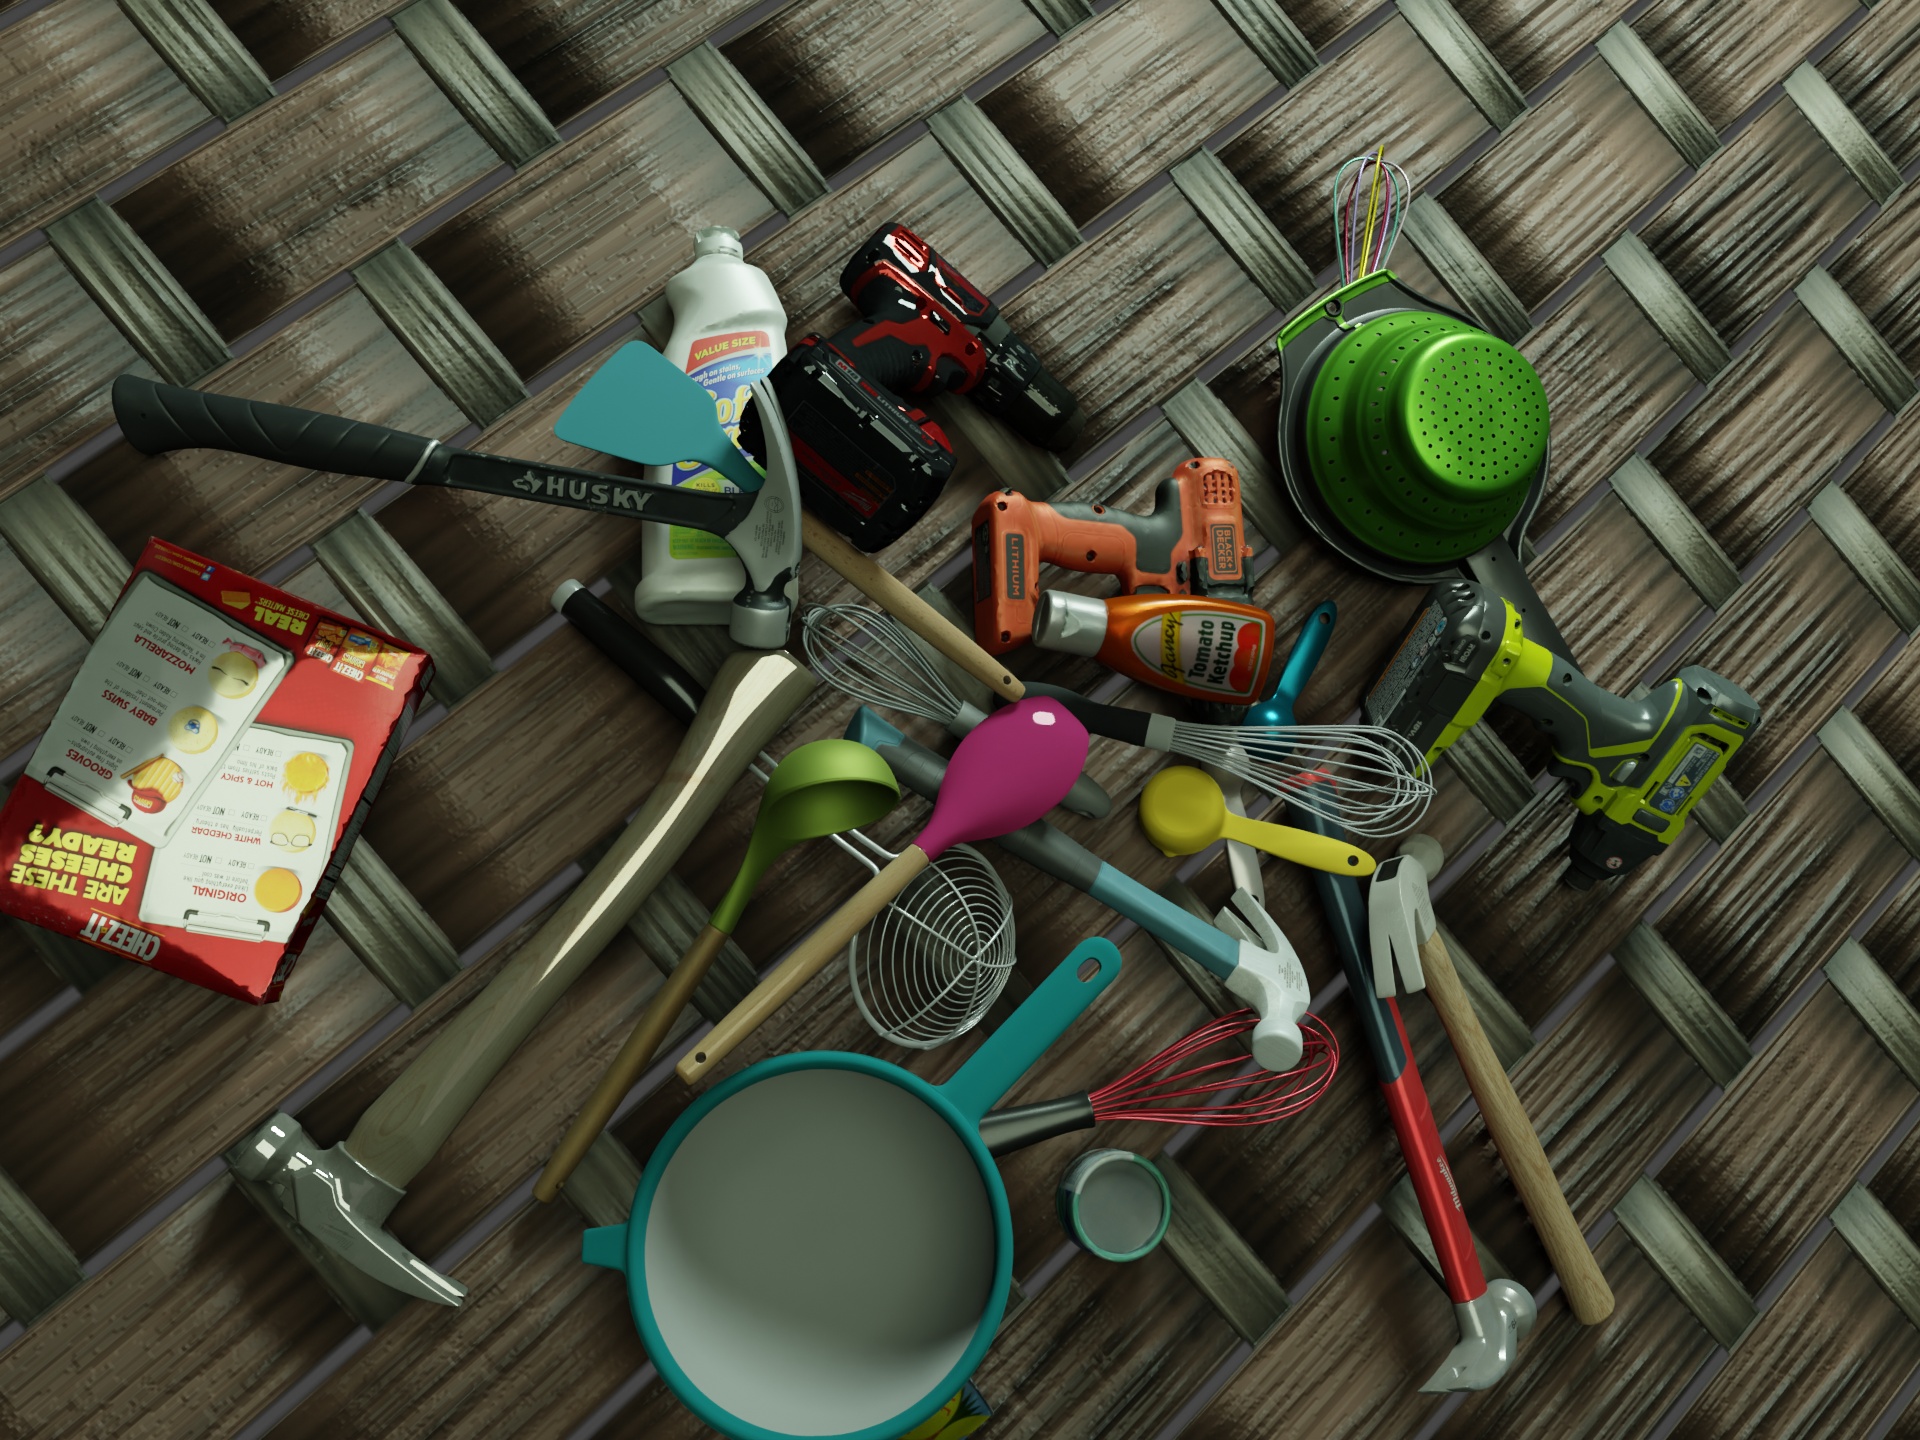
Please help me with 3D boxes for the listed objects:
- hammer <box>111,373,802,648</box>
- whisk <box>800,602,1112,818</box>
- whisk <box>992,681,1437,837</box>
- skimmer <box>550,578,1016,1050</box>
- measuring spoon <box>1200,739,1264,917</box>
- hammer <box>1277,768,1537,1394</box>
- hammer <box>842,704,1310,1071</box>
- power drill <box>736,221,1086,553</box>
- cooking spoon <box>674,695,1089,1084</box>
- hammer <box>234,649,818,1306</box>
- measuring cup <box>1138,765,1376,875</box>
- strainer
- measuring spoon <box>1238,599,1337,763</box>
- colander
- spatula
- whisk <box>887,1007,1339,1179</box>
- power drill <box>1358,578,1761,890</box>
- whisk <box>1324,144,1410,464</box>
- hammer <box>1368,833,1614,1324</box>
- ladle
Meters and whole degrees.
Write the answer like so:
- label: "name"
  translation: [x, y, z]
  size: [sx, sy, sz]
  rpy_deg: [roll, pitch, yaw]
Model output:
- label: "hammer"
  translation: [-0.287, -0.149, 0.905]
  size: [0.409, 0.036, 0.149]
  rpy_deg: [11, 109, 5]
- label: "whisk"
  translation: [-0.001, -0.004, 1.008]
  size: [0.239, 0.055, 0.055]
  rpy_deg: [32, 74, -12]
- label: "whisk"
  translation: [0.158, 0.015, 1.009]
  size: [0.284, 0.070, 0.070]
  rpy_deg: [13, 77, 8]
- label: "skimmer"
  translation: [-0.114, 0.051, 0.978]
  size: [0.363, 0.090, 0.127]
  rpy_deg: [40, 62, 6]
- label: "measuring spoon"
  translation: [0.187, 0.073, 1.056]
  size: [0.034, 0.018, 0.124]
  rpy_deg: [-8, 83, -16]
- label: "hammer"
  translation: [0.271, 0.220, 1.012]
  size: [0.143, 0.038, 0.386]
  rpy_deg: [-2, 73, -55]
- label: "hammer"
  translation: [0.071, 0.090, 0.983]
  size: [0.331, 0.128, 0.033]
  rpy_deg: [32, 118, -2]
- label: "power drill"
  translation: [-0.019, -0.198, 0.985]
  size: [0.187, 0.080, 0.227]
  rpy_deg: [40, 41, -11]
- label: "cooking spoon"
  translation: [-0.041, 0.093, 0.914]
  size: [0.069, 0.017, 0.319]
  rpy_deg: [44, 67, 10]
- label: "hammer"
  translation: [-0.215, 0.131, 0.903]
  size: [0.146, 0.038, 0.410]
  rpy_deg: [40, 83, -6]
- label: "measuring cup"
  translation: [0.190, 0.070, 1.021]
  size: [0.156, 0.029, 0.062]
  rpy_deg: [16, 76, 14]
- label: "strainer"
  translation: [-0.034, 0.254, 0.919]
  size: [0.211, 0.095, 0.340]
  rpy_deg: [44, 76, 9]
- label: "measuring spoon"
  translation: [0.231, -0.030, 1.083]
  size: [0.042, 0.021, 0.129]
  rpy_deg: [30, 76, -8]
- label: "colander"
  translation: [0.369, -0.128, 1.081]
  size: [0.204, 0.094, 0.397]
  rpy_deg: [-33, 95, -12]
- label: "spatula"
  translation: [-0.090, -0.109, 0.950]
  size: [0.317, 0.044, 0.082]
  rpy_deg: [38, 67, -10]
- label: "whisk"
  translation: [0.098, 0.237, 0.987]
  size: [0.296, 0.073, 0.073]
  rpy_deg: [-12, 84, -10]
- label: "power drill"
  translation: [0.390, 0.014, 1.064]
  size: [0.223, 0.080, 0.171]
  rpy_deg: [24, 116, -8]
- label: "whisk"
  translation: [0.281, -0.297, 1.134]
  size: [0.051, 0.047, 0.245]
  rpy_deg: [13, 81, -13]
- label: "hammer"
  translation: [0.348, 0.244, 1.039]
  size: [0.130, 0.031, 0.331]
  rpy_deg: [-31, 96, -56]
- label: "ladle"
  translation: [-0.143, 0.146, 0.898]
  size: [0.062, 0.078, 0.320]
  rpy_deg: [35, 92, 35]
